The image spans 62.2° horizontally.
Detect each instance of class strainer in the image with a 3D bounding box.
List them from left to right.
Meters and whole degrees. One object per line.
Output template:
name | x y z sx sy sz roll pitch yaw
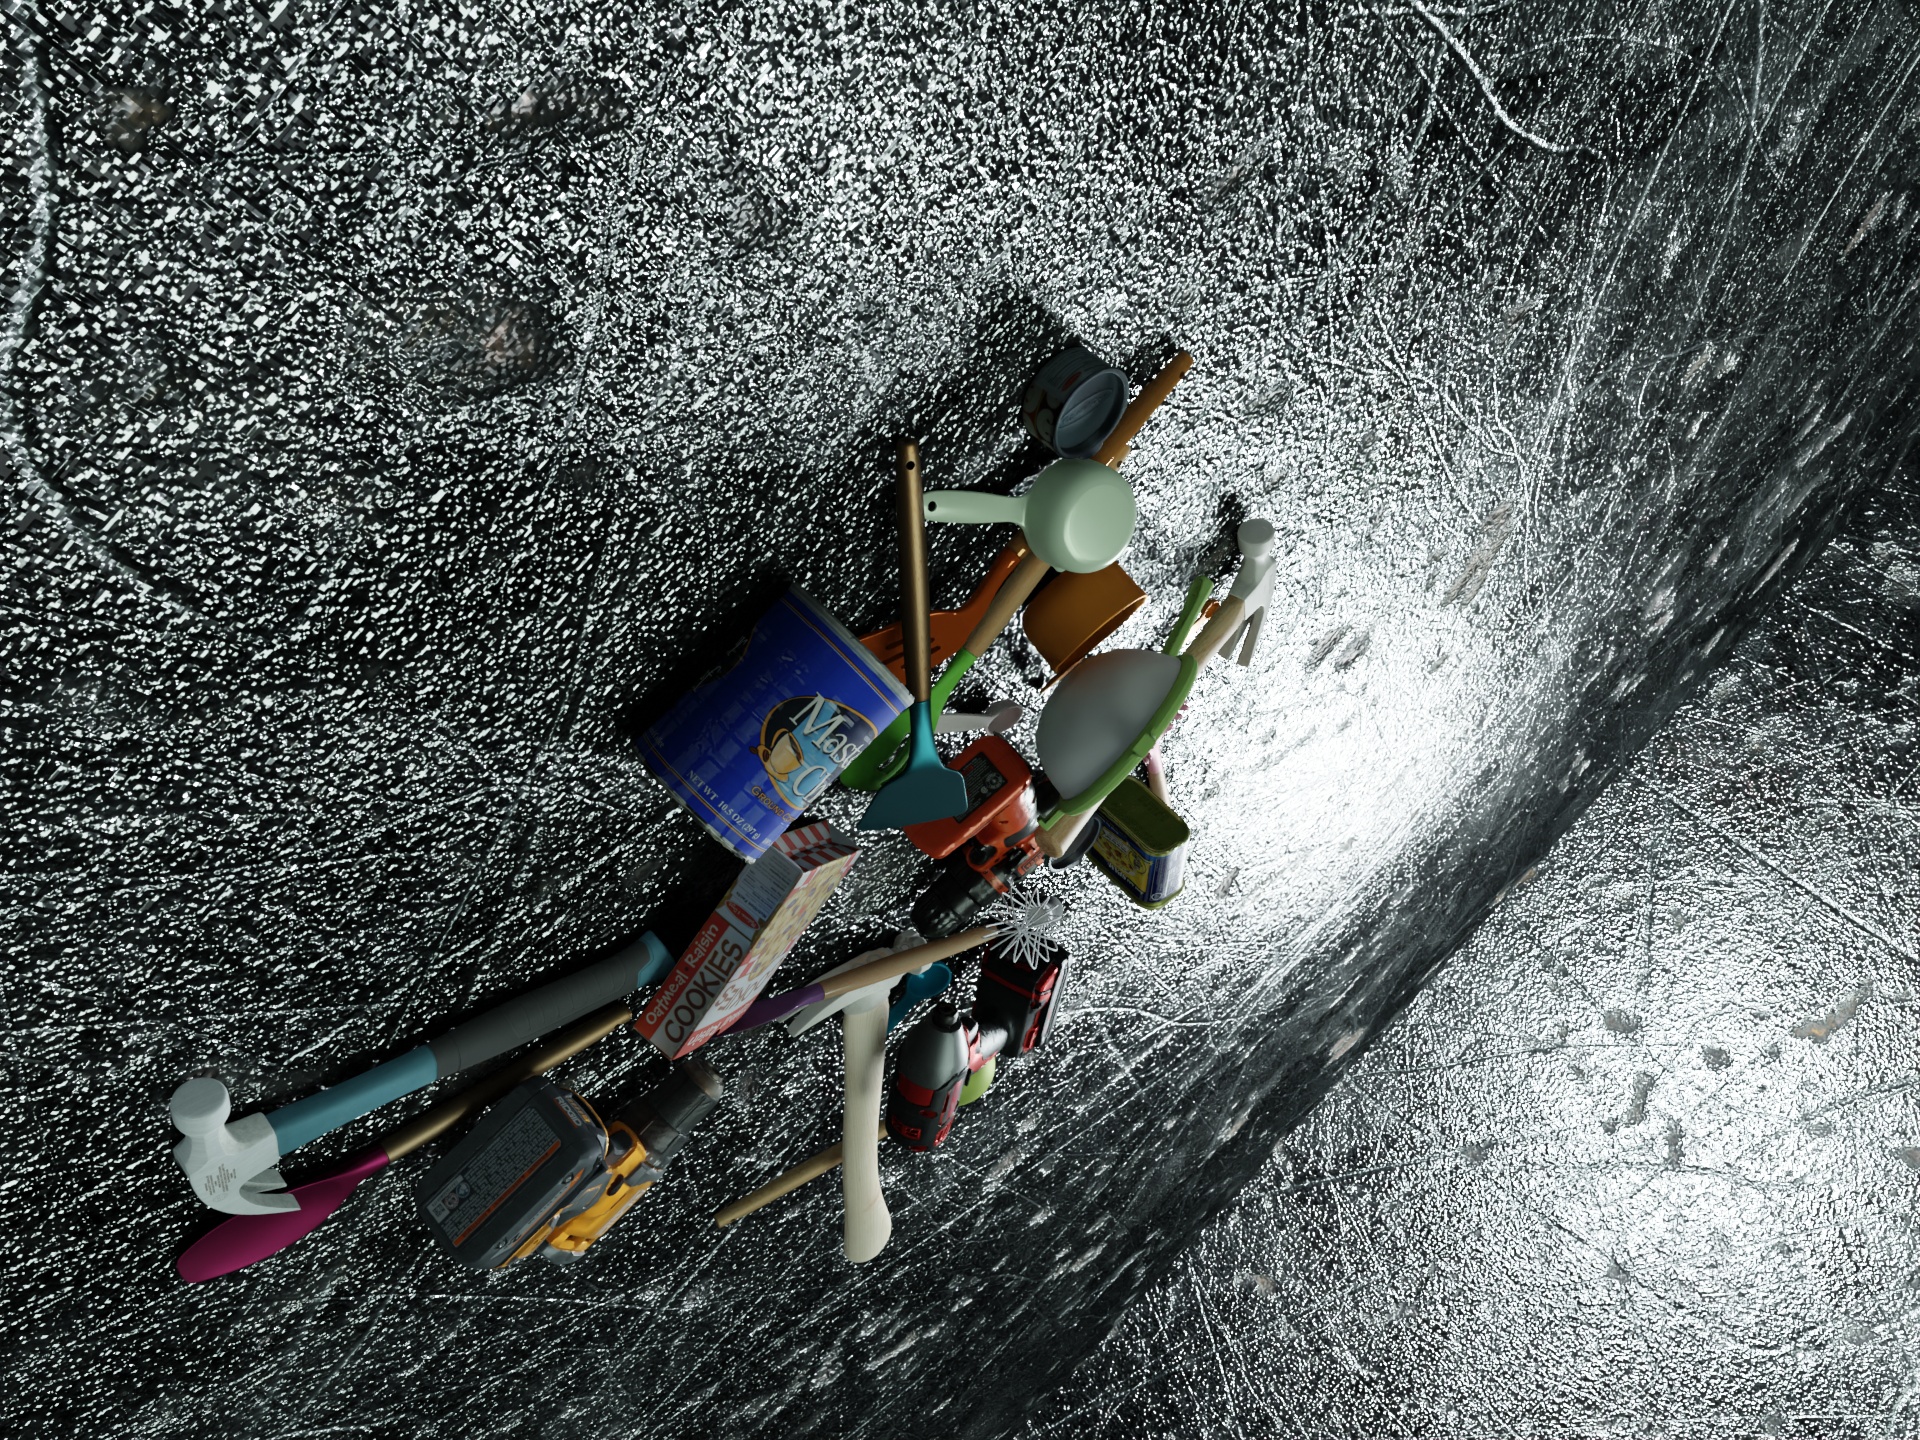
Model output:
strainer | 0.126 -0.042 1.212 0.151 0.069 0.256 -43 -169 51

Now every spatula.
spatula | -0.091 0.211 1.283 0.316 0.060 0.018 -13 97 -38
spatula | -0.033 -0.043 1.049 0.082 0.044 0.317 -9 125 -11
spatula | 0.045 -0.137 1.088 0.322 0.041 0.081 -49 150 -6

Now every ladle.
ladle | -0.100 0.397 1.546 0.320 0.062 0.078 -24 150 -24

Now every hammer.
hammer | -0.323 0.210 1.009 0.331 0.033 0.128 -22 142 -38
hammer | -0.098 0.369 1.449 0.146 0.038 0.410 -26 136 -32
hammer | 0.166 -0.015 1.313 0.331 0.031 0.129 -50 150 -22

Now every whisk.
whisk | 0.066 0.174 1.405 0.070 0.070 0.284 -49 172 3

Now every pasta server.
pasta server | 0.194 0.060 1.514 0.060 0.040 0.316 -51 154 -16

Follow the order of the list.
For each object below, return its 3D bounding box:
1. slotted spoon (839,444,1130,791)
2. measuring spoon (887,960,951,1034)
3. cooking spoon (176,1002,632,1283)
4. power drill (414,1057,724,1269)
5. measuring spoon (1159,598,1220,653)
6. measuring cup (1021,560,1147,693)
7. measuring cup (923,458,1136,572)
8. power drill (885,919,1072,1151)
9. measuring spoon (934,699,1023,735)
slotted spoon | 0.021 -0.070 1.127 0.314 0.031 0.070 -53 149 5
measuring spoon | -0.059 0.258 1.446 0.042 0.021 0.128 31 111 -37
cooking spoon | -0.358 0.273 1.055 0.319 0.017 0.068 -28 148 -30
power drill | -0.268 0.311 1.147 0.185 0.084 0.226 -44 162 -5
measuring spoon | 0.179 -0.063 1.373 0.117 0.011 0.021 -45 151 3
measuring cup | 0.076 -0.068 1.197 0.095 0.052 0.173 -37 175 -24
measuring cup | 0.046 -0.134 1.038 0.167 0.038 0.083 -2 109 -35
power drill | 0.013 0.275 1.427 0.220 0.078 0.143 -34 142 -54
measuring spoon | -0.002 -0.004 1.200 0.124 0.018 0.034 -3 140 -44
